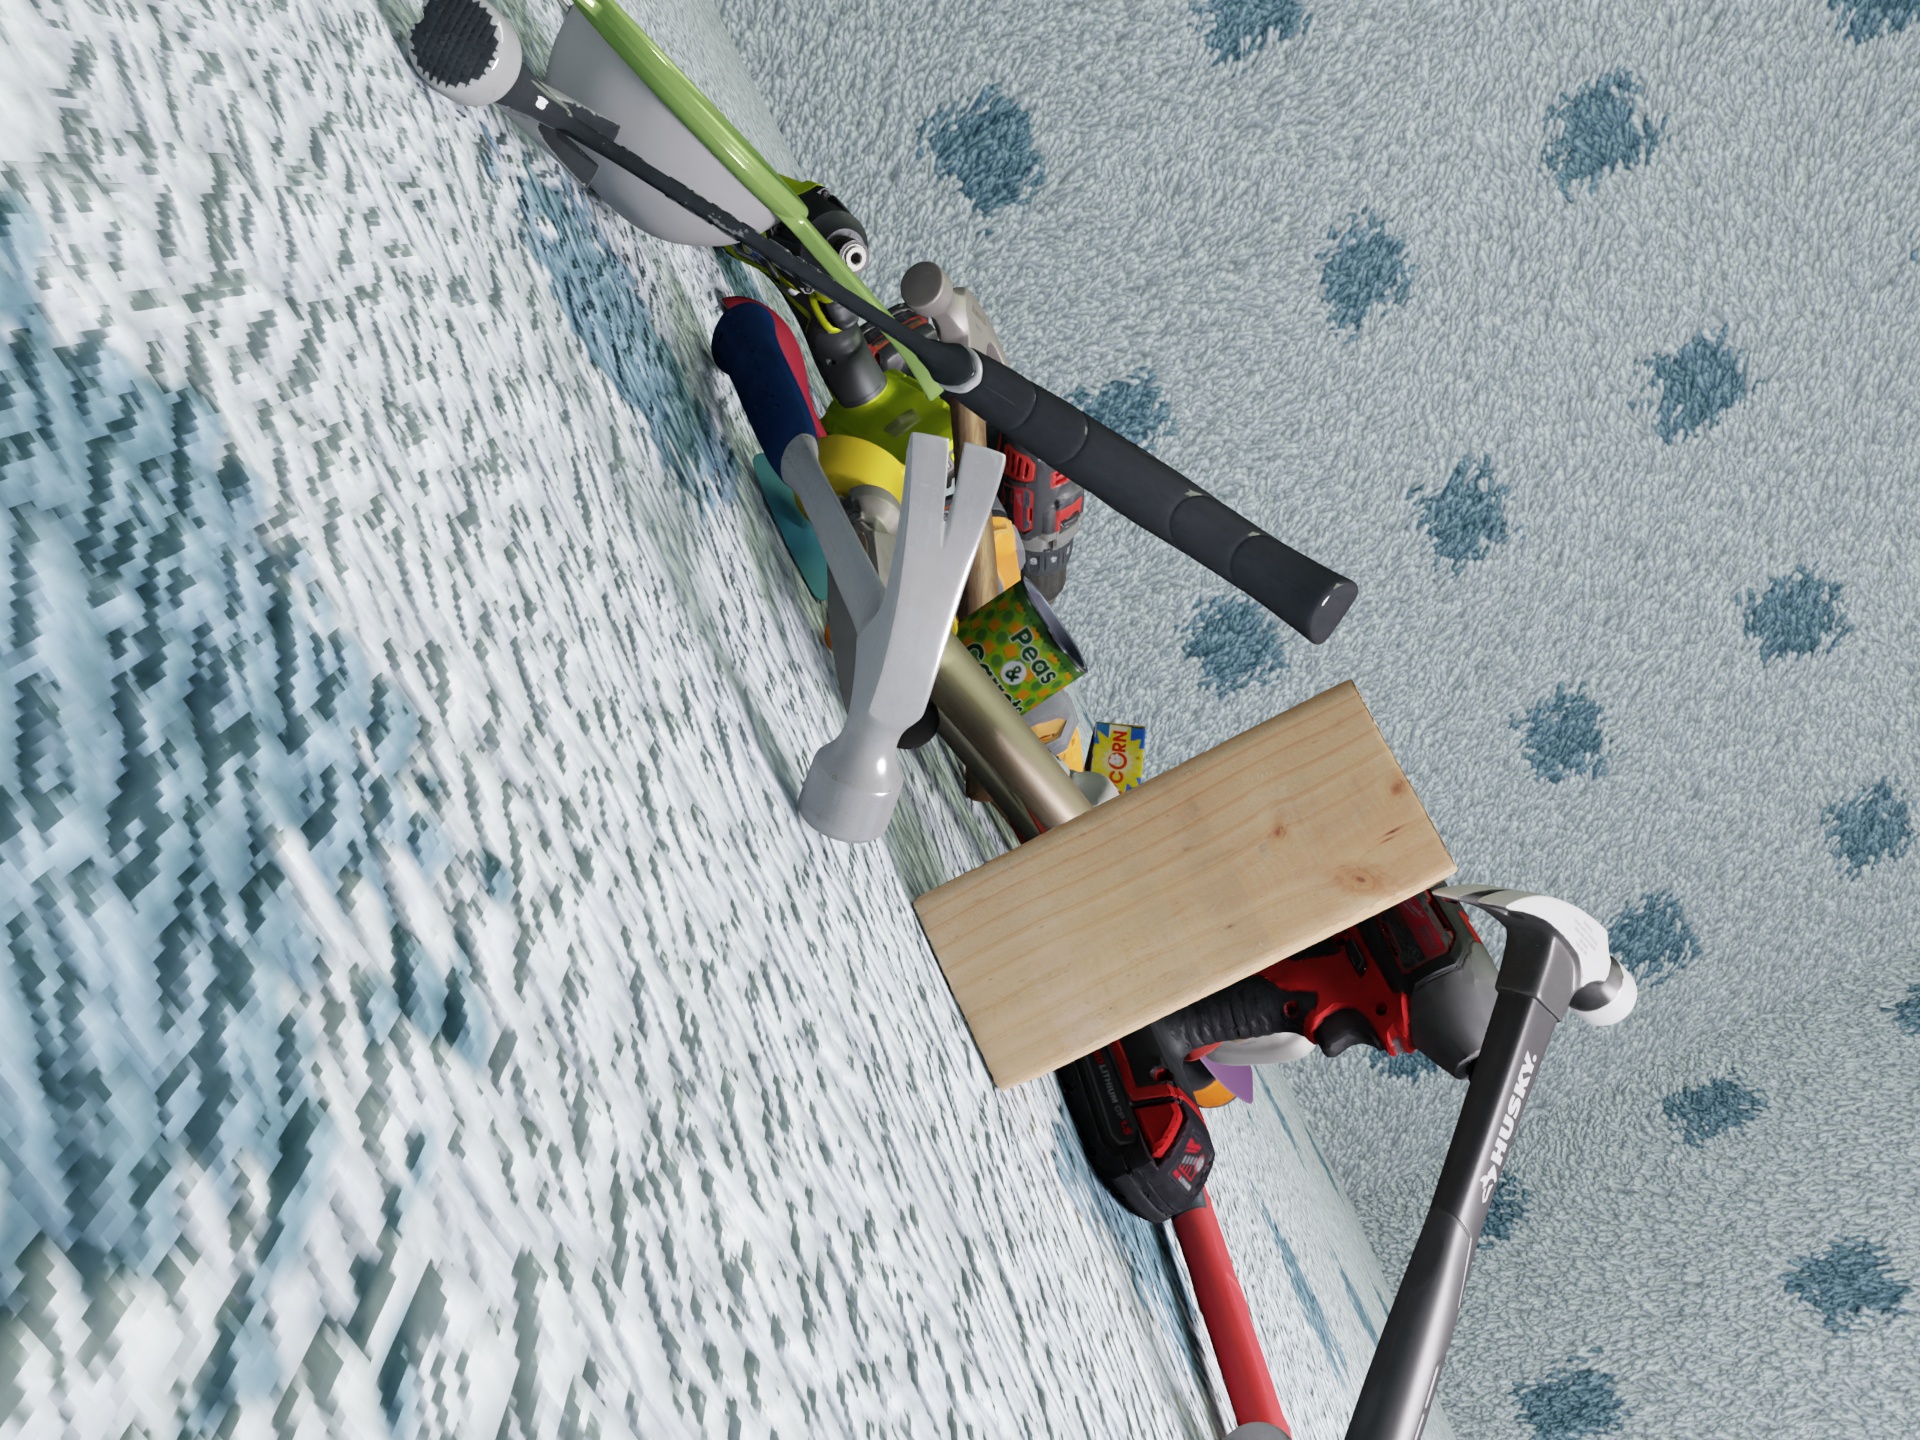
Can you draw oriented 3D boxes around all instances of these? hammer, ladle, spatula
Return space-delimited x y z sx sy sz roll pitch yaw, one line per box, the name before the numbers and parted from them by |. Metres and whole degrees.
hammer | -0.066 -0.116 0.701 0.035 0.144 0.406 11 26 -22
hammer | 0.010 -0.113 1.009 0.130 0.031 0.331 20 65 -65
hammer | 0.055 0.075 0.931 0.358 0.036 0.149 50 12 -28
hammer | 0.203 0.227 0.676 0.035 0.335 0.146 7 -25 47
hammer | 0.137 0.294 0.862 0.143 0.038 0.387 61 7 -25
hammer | -0.018 -0.149 0.636 0.409 0.036 0.149 32 8 -2
ladle | -0.069 -0.140 1.053 0.315 0.031 0.069 63 3 -13
spatula | -0.056 -0.118 0.960 0.082 0.044 0.317 65 7 -2
spatula | 0.109 0.148 1.077 0.315 0.018 0.060 50 25 -17
hammer | 0.060 0.060 0.827 0.410 0.038 0.146 49 20 -35

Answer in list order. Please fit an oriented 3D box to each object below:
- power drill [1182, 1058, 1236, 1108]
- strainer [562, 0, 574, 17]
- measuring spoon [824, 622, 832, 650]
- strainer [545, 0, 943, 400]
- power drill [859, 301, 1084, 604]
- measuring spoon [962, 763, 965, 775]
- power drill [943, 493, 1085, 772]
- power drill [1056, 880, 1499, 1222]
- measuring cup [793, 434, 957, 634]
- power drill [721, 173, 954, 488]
power drill | 0.145 0.178 1.210 0.227 0.084 0.164 70 10 24
strainer | -0.188 -0.390 1.065 0.087 0.050 0.258 20 -14 36
measuring spoon | -0.063 -0.051 0.824 0.117 0.011 0.021 -101 -179 -77
strainer | -0.113 -0.241 0.778 0.256 0.069 0.151 47 10 -10
power drill | 0.006 -0.202 1.240 0.227 0.080 0.187 40 -27 27
measuring spoon | -0.002 -0.003 1.037 0.018 0.034 0.124 95 -29 -58
power drill | 0.033 -0.031 1.152 0.185 0.084 0.226 74 -4 -62
power drill | 0.163 0.159 0.804 0.078 0.219 0.143 55 10 -50
measuring cup | -0.038 -0.084 0.830 0.156 0.062 0.029 58 42 -45
power drill | -0.074 -0.254 1.064 0.171 0.080 0.223 39 -16 49
